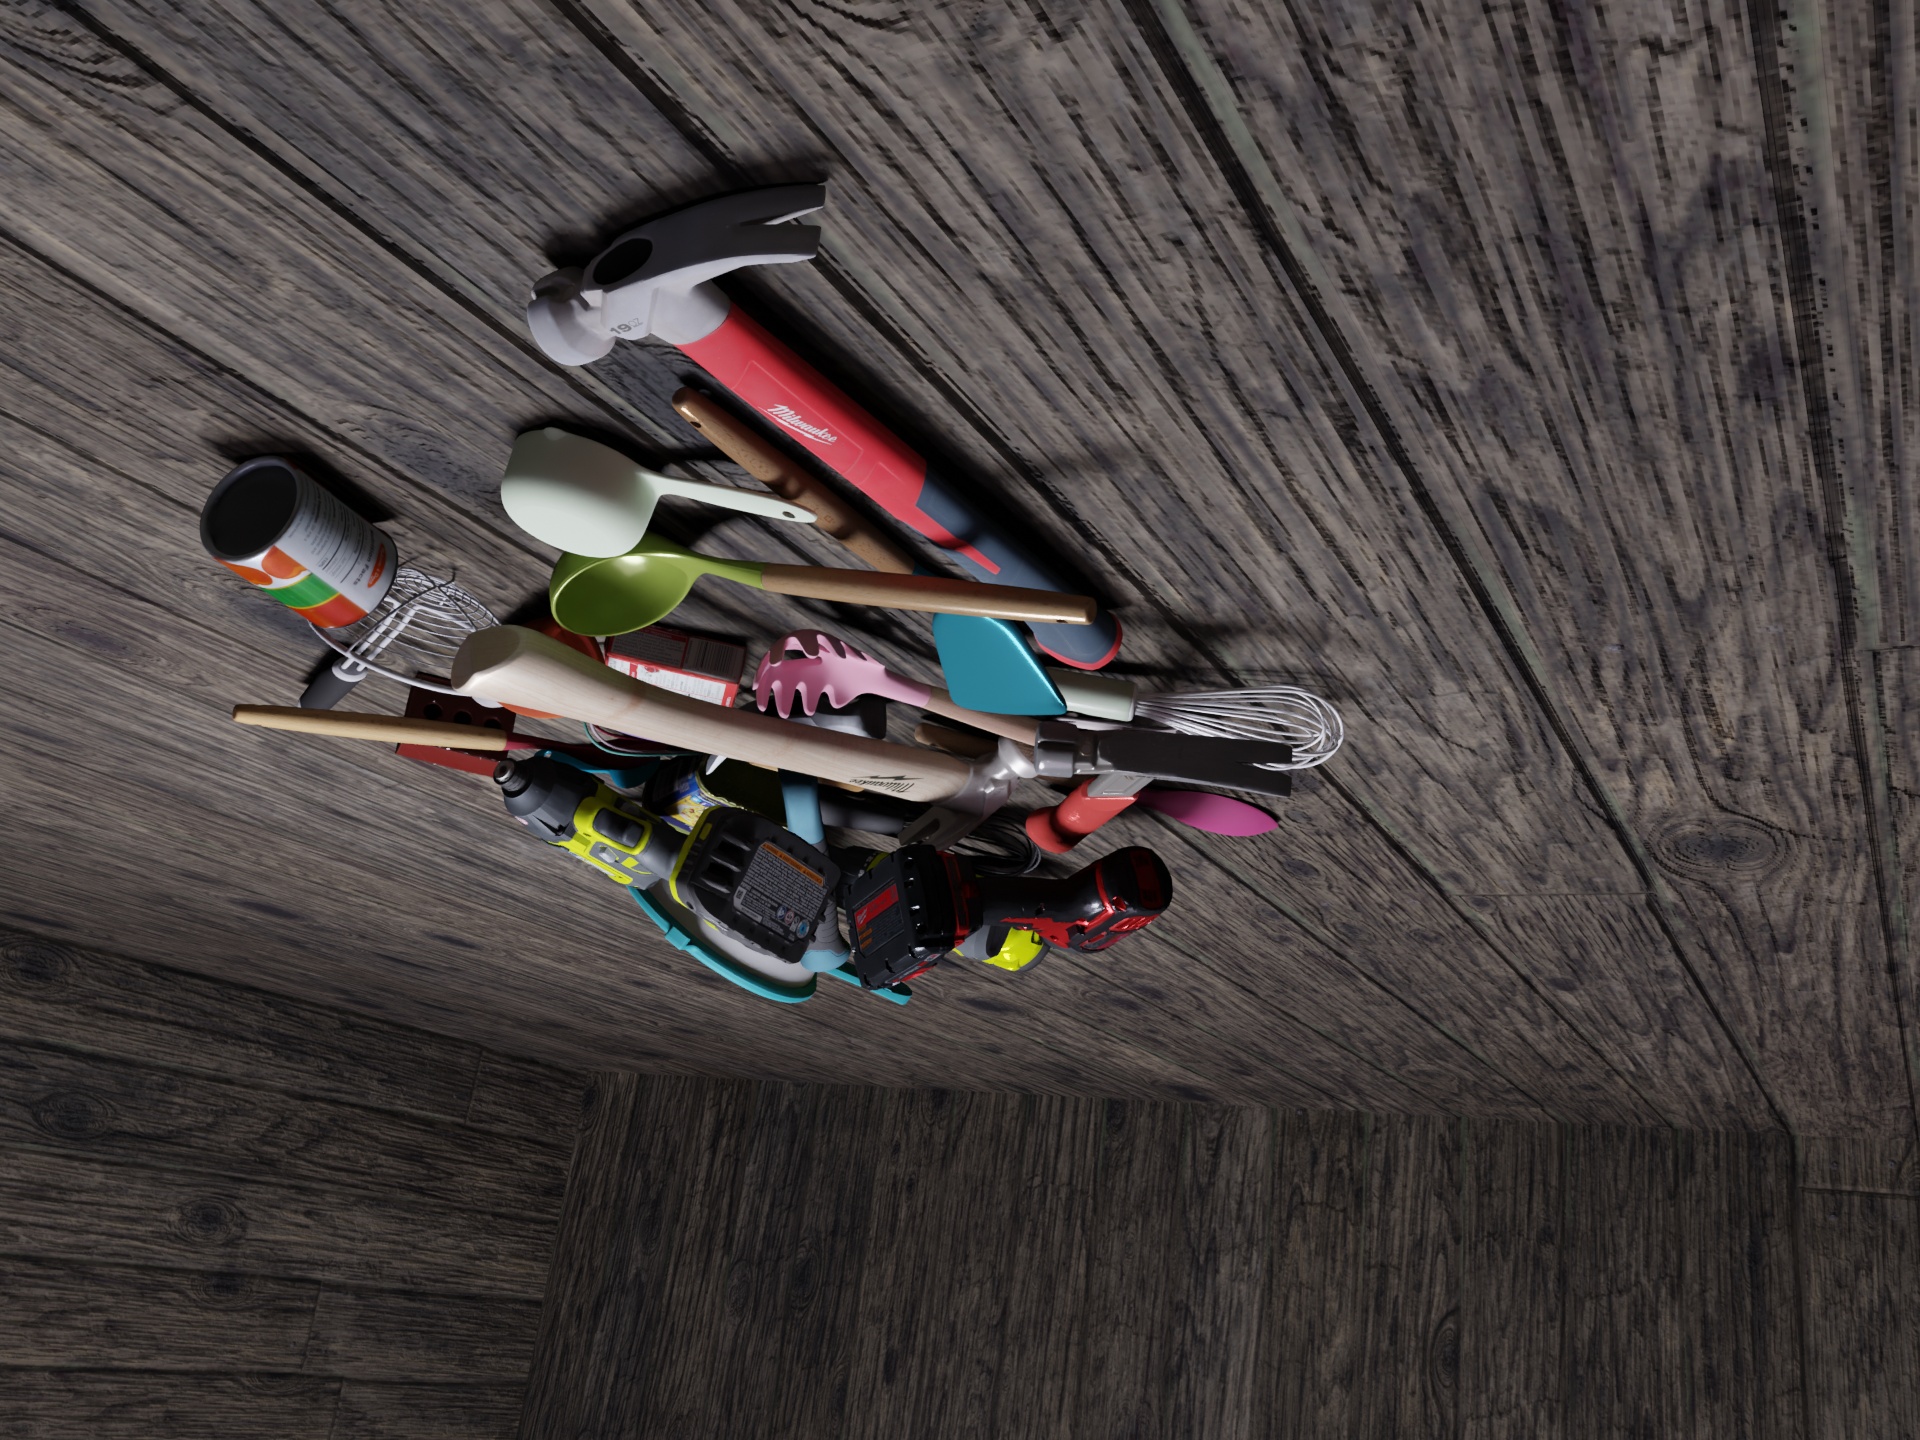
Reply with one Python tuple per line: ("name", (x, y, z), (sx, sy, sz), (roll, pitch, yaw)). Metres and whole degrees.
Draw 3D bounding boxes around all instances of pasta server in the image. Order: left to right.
("pasta server", (-0.002, -0.003, 1.025), (0.316, 0.040, 0.060), (18, 132, -39))

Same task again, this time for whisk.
("whisk", (-0.169, 0.019, 1.171), (0.244, 0.051, 0.047), (18, 152, -35))
("whisk", (-0.049, 0.085, 1.311), (0.239, 0.055, 0.055), (13, 160, -4))
("whisk", (0.114, -0.010, 0.988), (0.246, 0.058, 0.059), (10, 126, 5))

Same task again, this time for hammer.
("hammer", (-0.131, 0.018, 1.011), (0.410, 0.038, 0.146), (16, 134, -41))
("hammer", (-0.114, 0.094, 1.204), (0.128, 0.033, 0.330), (1, 140, 1))
("hammer", (-0.012, -0.113, 0.752), (0.143, 0.038, 0.385), (-8, 155, 33))
("hammer", (0.104, 0.053, 1.074), (0.149, 0.037, 0.359), (6, 169, -4))

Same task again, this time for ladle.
("ladle", (-0.346, 0.010, 1.120), (0.315, 0.031, 0.069), (8, 174, -41))
("ladle", (-0.080, -0.060, 0.820), (0.320, 0.062, 0.078), (8, 170, 28))

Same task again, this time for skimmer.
("skimmer", (-0.399, -0.022, 1.062), (0.127, 0.090, 0.363), (16, 159, -31))

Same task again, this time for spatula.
("spatula", (-0.046, -0.081, 0.843), (0.082, 0.044, 0.317), (4, 161, 36))

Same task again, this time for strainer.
("strainer", (-0.144, 0.168, 1.423), (0.340, 0.095, 0.211), (31, -171, -38))

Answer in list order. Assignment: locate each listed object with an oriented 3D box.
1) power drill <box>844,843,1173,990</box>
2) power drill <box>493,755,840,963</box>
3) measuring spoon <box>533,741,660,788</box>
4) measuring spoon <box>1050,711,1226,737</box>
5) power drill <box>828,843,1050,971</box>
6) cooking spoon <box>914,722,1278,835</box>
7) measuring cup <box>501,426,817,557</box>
("power drill", (0.034, 0.143, 1.175), (0.219, 0.079, 0.143), (0, 156, -30))
("power drill", (-0.211, 0.088, 1.112), (0.223, 0.080, 0.171), (15, 163, 34))
("measuring spoon", (-0.295, 0.028, 1.261), (0.129, 0.042, 0.021), (4, 143, 29))
("measuring spoon", (0.118, -0.001, 1.060), (0.124, 0.018, 0.034), (5, 167, 27))
("power drill", (-0.024, 0.157, 1.378), (0.191, 0.080, 0.228), (16, 175, 23))
("cooking spoon", (0.106, 0.048, 1.188), (0.318, 0.017, 0.069), (17, 157, -27))
("measuring cup", (-0.153, -0.103, 0.794), (0.167, 0.038, 0.083), (12, 161, 17))
